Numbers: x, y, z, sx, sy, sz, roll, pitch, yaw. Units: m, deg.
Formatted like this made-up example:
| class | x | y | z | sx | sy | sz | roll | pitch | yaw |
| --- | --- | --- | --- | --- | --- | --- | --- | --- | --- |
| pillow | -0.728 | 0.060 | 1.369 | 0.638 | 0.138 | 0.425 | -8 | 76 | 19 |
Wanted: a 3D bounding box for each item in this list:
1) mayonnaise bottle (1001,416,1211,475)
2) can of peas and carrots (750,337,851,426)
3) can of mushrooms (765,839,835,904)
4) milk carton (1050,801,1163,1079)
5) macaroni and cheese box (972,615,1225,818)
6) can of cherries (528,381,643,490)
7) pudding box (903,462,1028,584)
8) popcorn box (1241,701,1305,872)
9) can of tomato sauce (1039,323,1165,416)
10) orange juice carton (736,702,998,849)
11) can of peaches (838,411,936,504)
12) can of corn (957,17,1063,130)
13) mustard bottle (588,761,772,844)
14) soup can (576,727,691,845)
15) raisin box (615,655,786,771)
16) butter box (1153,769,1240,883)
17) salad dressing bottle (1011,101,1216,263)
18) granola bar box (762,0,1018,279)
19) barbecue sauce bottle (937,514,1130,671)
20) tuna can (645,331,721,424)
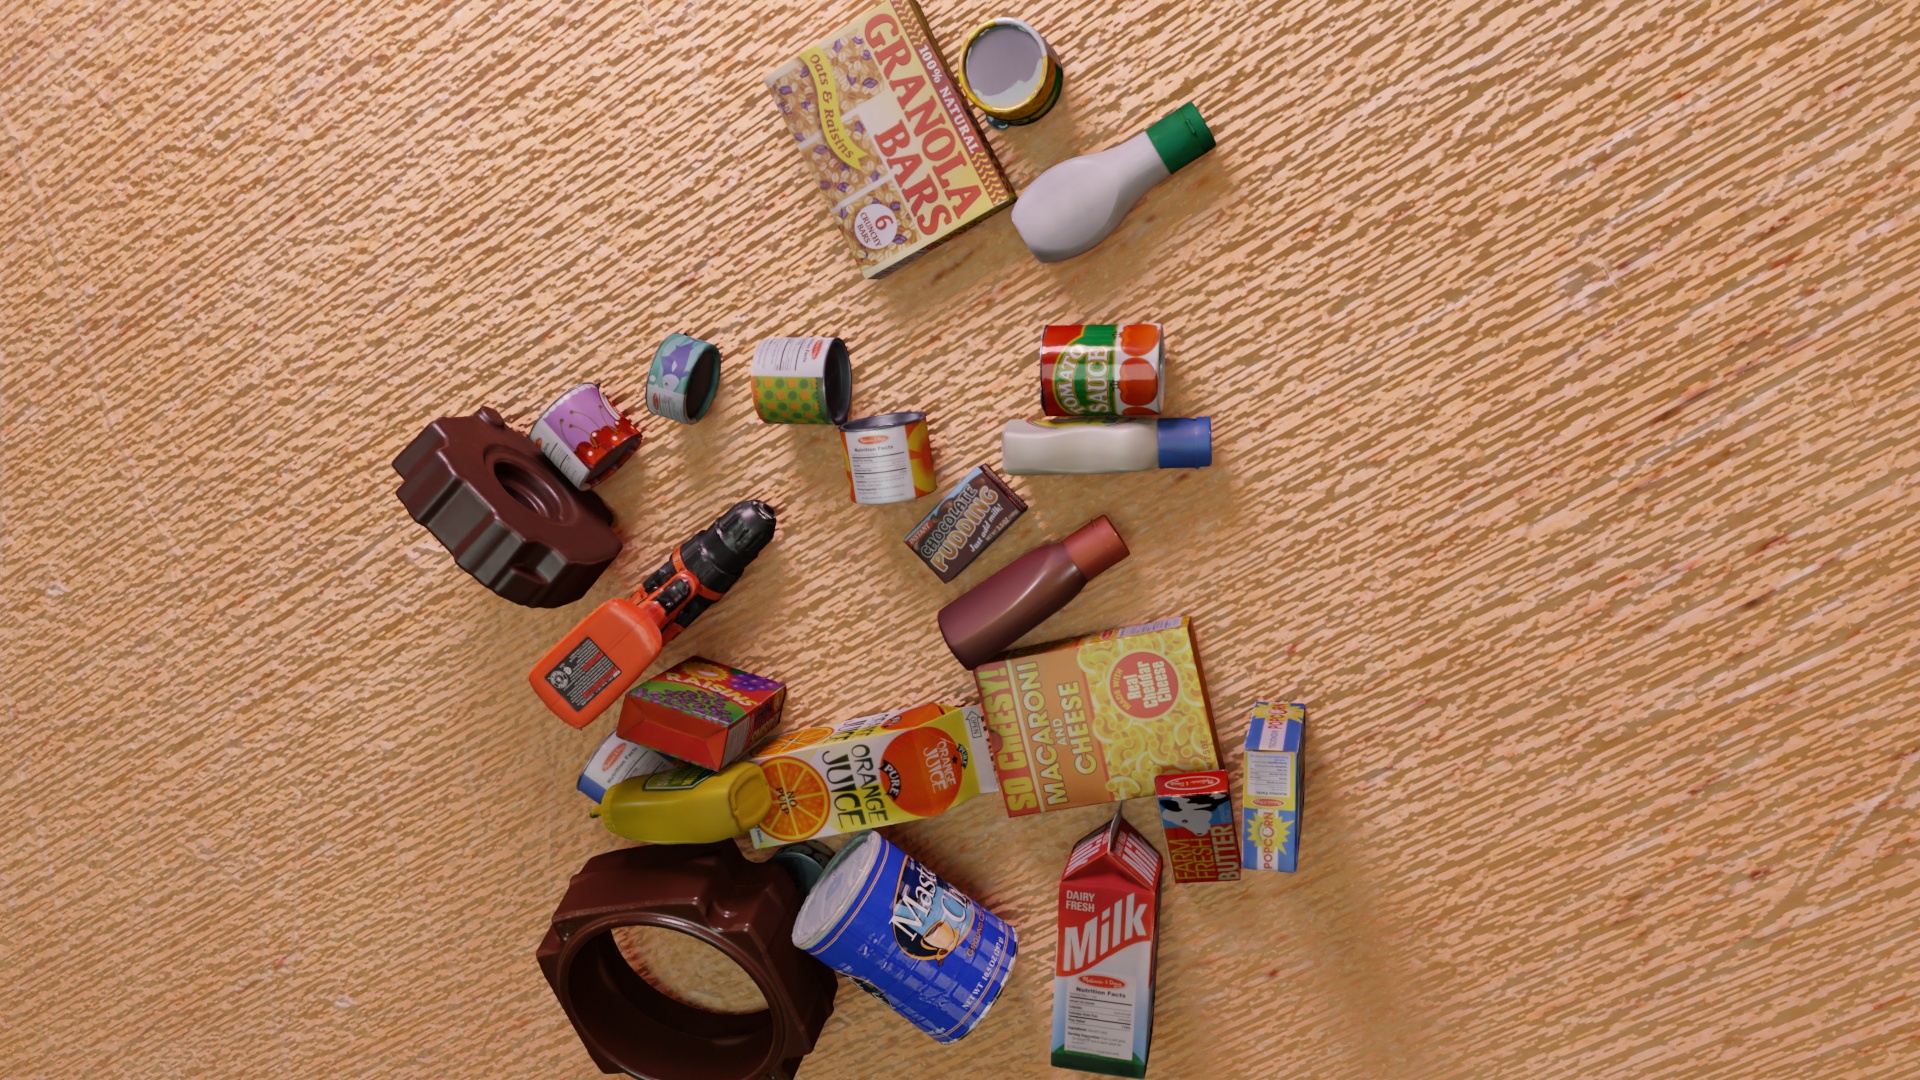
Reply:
| class | x | y | z | sx | sy | sz | roll | pitch | yaw |
| --- | --- | --- | --- | --- | --- | --- | --- | --- | --- |
| mayonnaise bottle | 0.106 | -0.069 | 1.004 | 0.148 | 0.065 | 0.041 | -2 | 102 | 9 |
| can of peas and carrots | -0.119 | -0.118 | 1.045 | 0.059 | 0.071 | 0.070 | 2 | 99 | 13 |
| can of mushrooms | -0.127 | 0.278 | 1.123 | 0.071 | 0.033 | 0.071 | 2 | 98 | 13 |
| milk carton | 0.113 | 0.299 | 1.052 | 0.073 | 0.072 | 0.190 | 4 | 101 | 12 |
| macaroni and cheese box | 0.103 | 0.133 | 1.045 | 0.166 | 0.040 | 0.123 | -12 | 95 | 14 |
| can of cherries | -0.291 | -0.083 | 1.089 | 0.058 | 0.071 | 0.071 | 45 | 105 | 2 |
| pudding box | 0.004 | -0.013 | 1.050 | 0.083 | 0.030 | 0.049 | -44 | 87 | 15 |
| popcorn box | 0.222 | 0.170 | 0.979 | 0.038 | 0.127 | 0.085 | 0 | 99 | 16 |
| can of tomato sauce | 0.102 | -0.121 | 0.991 | 0.083 | 0.071 | 0.071 | 1 | 99 | 12 |
| orange juice carton | -0.069 | 0.178 | 1.074 | 0.192 | 0.073 | 0.071 | -13 | 96 | 14 |
| can of peaches | -0.053 | -0.062 | 1.037 | 0.071 | 0.071 | 0.058 | -5 | 103 | 14 |
| can of corn | 0.034 | -0.328 | 0.980 | 0.071 | 0.058 | 0.071 | 2 | 99 | 13 |
| mustard bottle | -0.222 | 0.200 | 1.049 | 0.160 | 0.065 | 0.048 | -10 | 101 | 26 |
| soup can | -0.256 | 0.198 | 1.126 | 0.084 | 0.071 | 0.071 | 34 | 104 | 5 |
| raisin box | -0.196 | 0.131 | 1.069 | 0.086 | 0.123 | 0.040 | 16 | 102 | 10 |
| butter box | 0.176 | 0.212 | 1.024 | 0.053 | 0.024 | 0.103 | -7 | 128 | 12 |
| salad dressing bottle | 0.108 | -0.254 | 0.983 | 0.147 | 0.044 | 0.064 | -30 | 89 | 14 |
| granola bar box | -0.050 | -0.292 | 1.015 | 0.124 | 0.039 | 0.165 | -27 | 92 | 16 |
| barbecue sauce bottle | 0.054 | 0.035 | 1.032 | 0.148 | 0.065 | 0.043 | -34 | 116 | 7 |
| tuna can | -0.211 | -0.126 | 1.065 | 0.033 | 0.071 | 0.071 | 18 | 102 | 9 |
